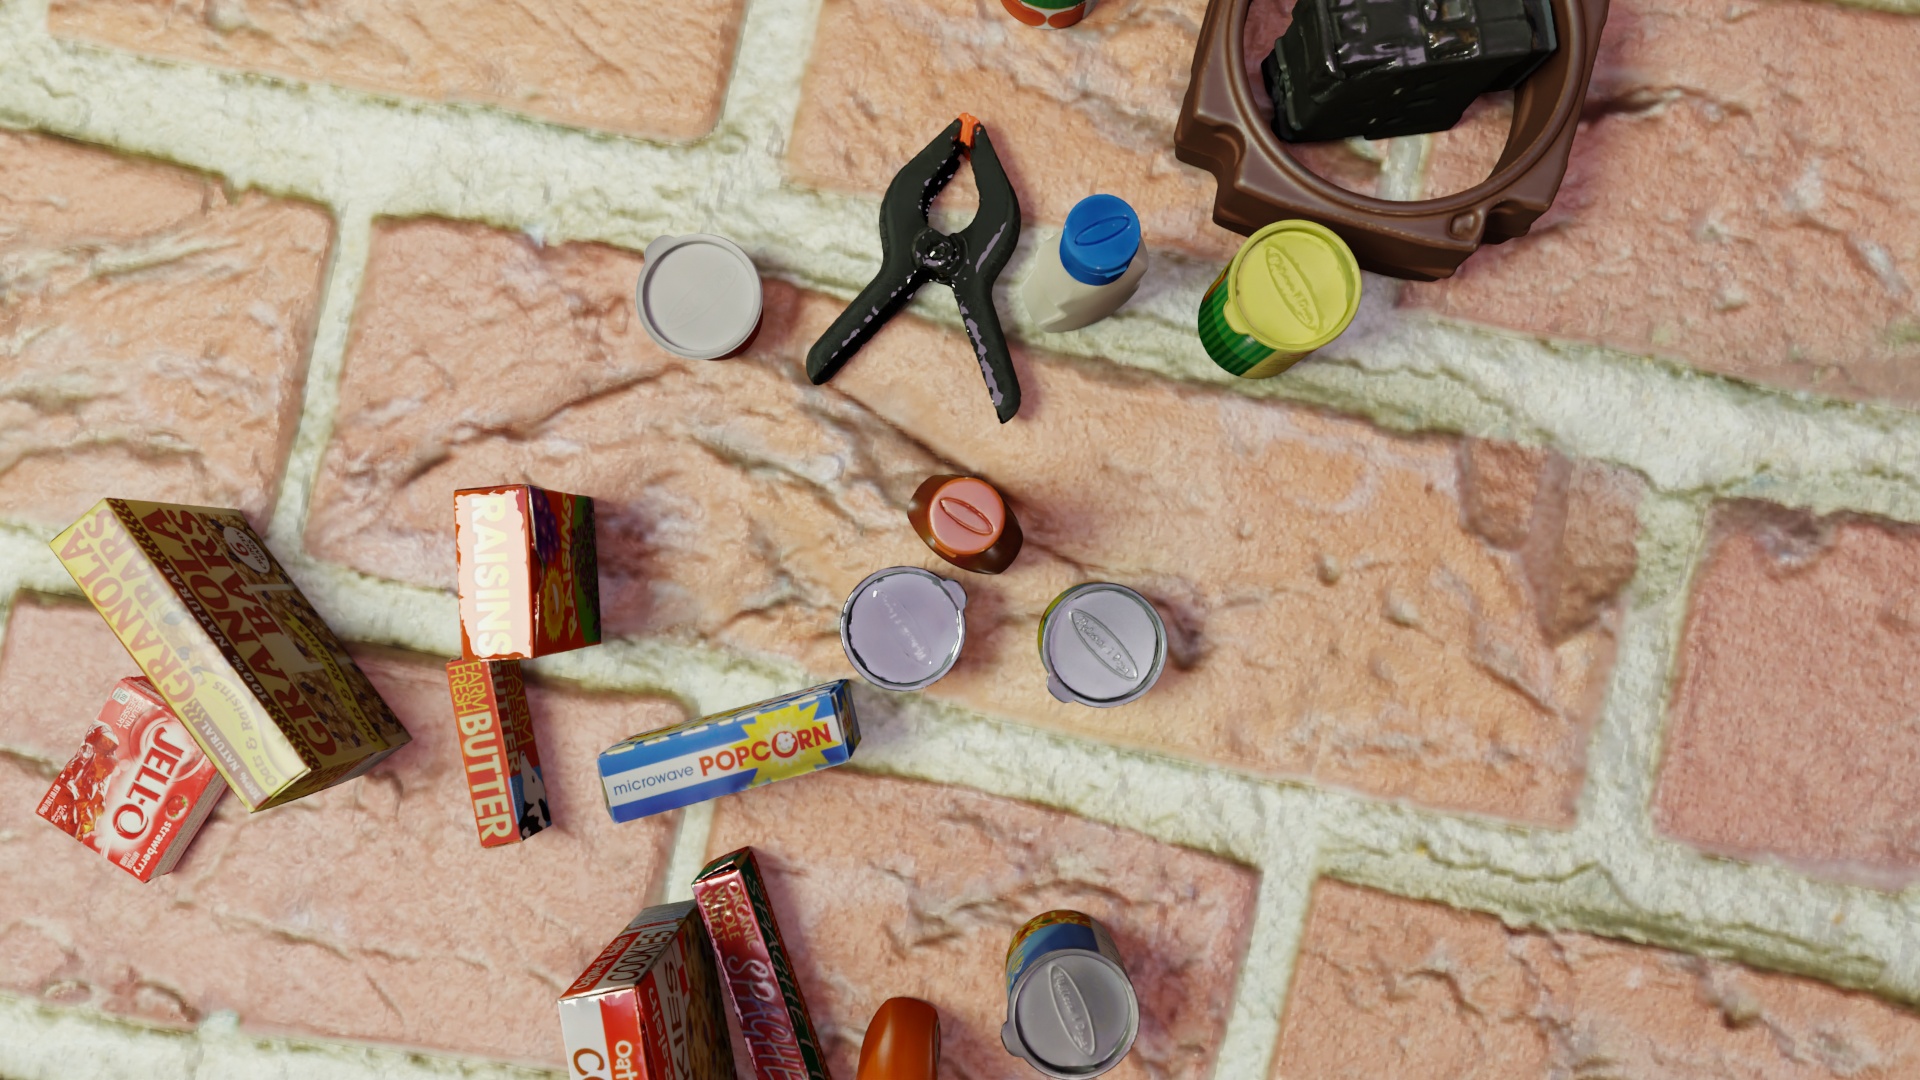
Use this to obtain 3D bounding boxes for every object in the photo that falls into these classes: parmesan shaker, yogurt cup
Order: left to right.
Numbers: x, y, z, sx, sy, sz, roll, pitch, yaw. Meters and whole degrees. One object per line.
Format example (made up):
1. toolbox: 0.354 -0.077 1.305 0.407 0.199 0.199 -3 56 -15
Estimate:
1. yogurt cup: -0.139 -0.129 0.763 0.072 0.054 0.072 0 88 0
2. parmesan shaker: 0.163 -0.124 0.739 0.071 0.103 0.071 0 88 0

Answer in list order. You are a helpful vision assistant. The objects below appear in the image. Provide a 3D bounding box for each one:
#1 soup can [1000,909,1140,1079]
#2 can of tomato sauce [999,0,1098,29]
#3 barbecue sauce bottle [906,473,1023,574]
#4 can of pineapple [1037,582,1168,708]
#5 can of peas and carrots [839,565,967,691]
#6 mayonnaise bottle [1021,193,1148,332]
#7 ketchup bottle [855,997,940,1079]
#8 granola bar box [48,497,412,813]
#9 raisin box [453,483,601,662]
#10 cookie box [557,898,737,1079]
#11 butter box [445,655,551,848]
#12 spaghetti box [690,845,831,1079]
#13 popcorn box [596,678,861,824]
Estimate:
1. soup can: 0.054 0.239 0.735 0.071 0.084 0.071 0 88 0
2. can of tomato sauce: 0.049 -0.326 0.756 0.071 0.083 0.071 0 88 0
3. barbecue sauce bottle: 0.003 -0.009 0.711 0.065 0.148 0.043 33 89 1
4. can of pineapple: 0.074 0.056 0.755 0.071 0.058 0.071 0 88 0
5. can of peas and carrots: -0.028 0.045 0.754 0.071 0.058 0.071 0 88 0
6. mayonnaise bottle: 0.067 -0.142 0.717 0.065 0.148 0.041 -22 89 0
7. ketchup bottle: -0.034 0.283 0.701 0.043 0.149 0.064 12 89 0
8. granola bar box: -0.373 0.057 0.721 0.039 0.124 0.165 -38 89 -1
9. raisin box: -0.222 0.017 0.723 0.040 0.123 0.086 -3 88 0
10. cookie box: -0.149 0.260 0.692 0.040 0.167 0.123 -11 88 0
11. butter box: -0.250 0.111 0.754 0.024 0.053 0.103 -12 88 0
12. spaghetti box: -0.089 0.290 0.750 0.029 0.050 0.250 -20 88 0
13. popcorn box: -0.120 0.110 0.739 0.127 0.085 0.038 -15 89 -1
